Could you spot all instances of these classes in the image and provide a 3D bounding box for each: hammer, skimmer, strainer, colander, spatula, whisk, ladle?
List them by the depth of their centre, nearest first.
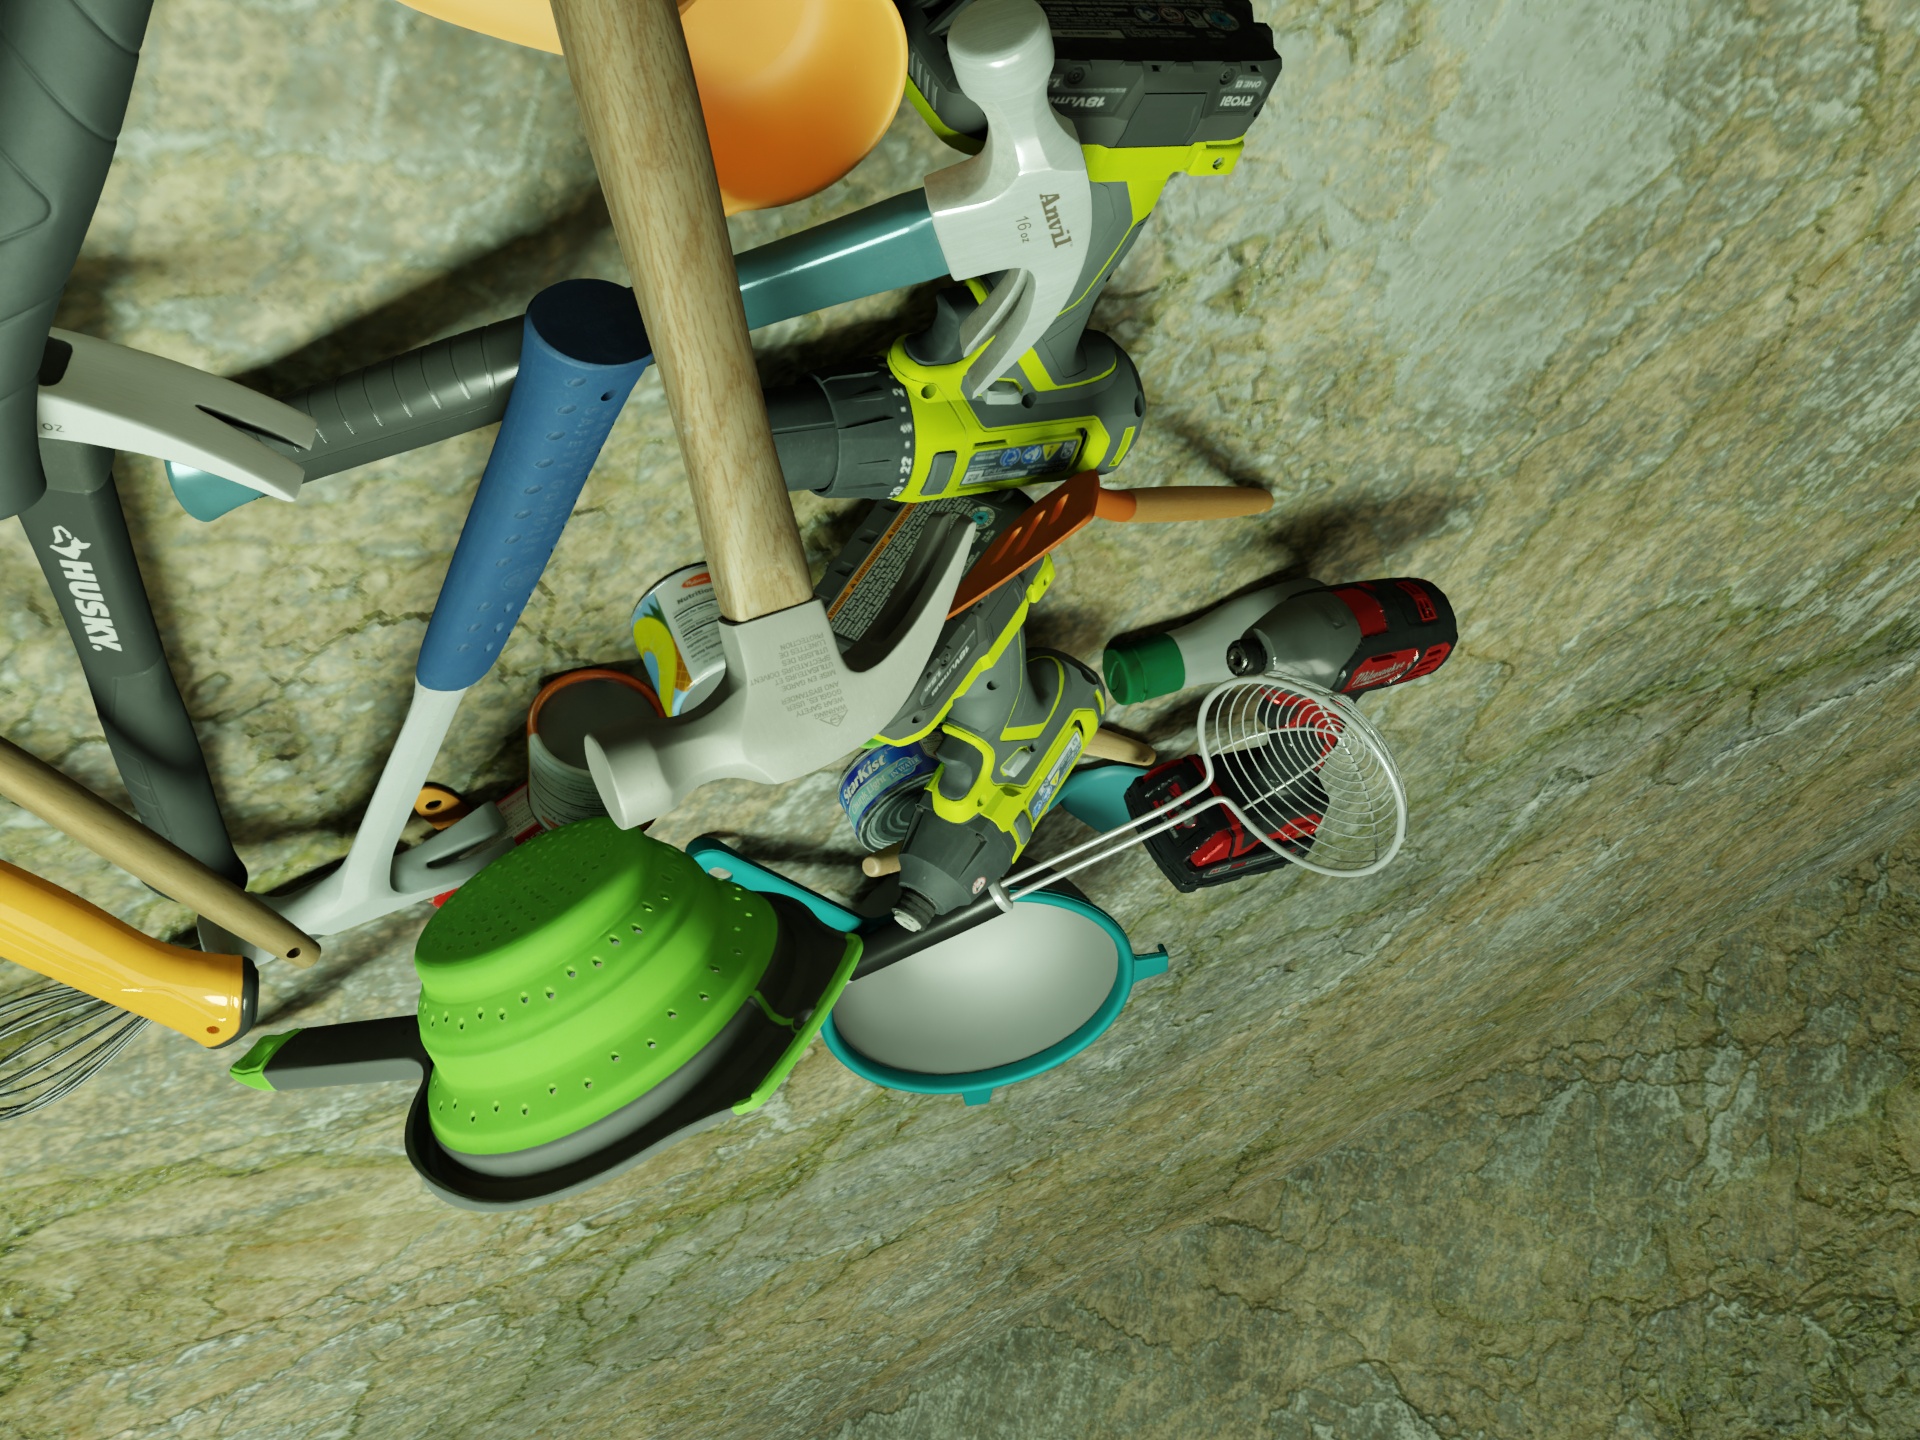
[{"bbox_3d":[-0.192,-0.208,0.360,0.149,0.036,0.408,15,123,-36],"label":"hammer"},{"bbox_3d":[-0.078,-0.139,0.439,0.130,0.031,0.331,-20,112,-22],"label":"hammer"},{"bbox_3d":[-0.117,-0.129,0.528,0.331,0.033,0.128,-15,148,9],"label":"hammer"},{"bbox_3d":[-0.335,0.010,0.555,0.078,0.062,0.319,-42,143,-8],"label":"ladle"},{"bbox_3d":[-0.402,0.049,0.575,0.127,0.034,0.336,-34,136,10],"label":"hammer"},{"bbox_3d":[-0.306,-0.016,0.597,0.146,0.035,0.334,6,145,-11],"label":"hammer"},{"bbox_3d":[-0.195,-0.015,0.615,0.144,0.035,0.405,-20,161,-40],"label":"hammer"},{"bbox_3d":[0.090,-0.093,0.744,0.081,0.041,0.322,-33,171,31],"label":"spatula"},{"bbox_3d":[-0.238,0.123,0.748,0.397,0.205,0.094,-12,117,32],"label":"colander"},{"bbox_3d":[-0.382,0.125,0.779,0.239,0.055,0.055,-28,151,-10],"label":"whisk"},{"bbox_3d":[0.069,0.084,0.882,0.363,0.127,0.090,-27,-167,19],"label":"skimmer"},{"bbox_3d":[0.042,0.066,0.988,0.082,0.044,0.317,-33,170,33],"label":"spatula"},{"bbox_3d":[-0.041,0.126,1.035,0.340,0.095,0.211,31,119,-33],"label":"strainer"}]

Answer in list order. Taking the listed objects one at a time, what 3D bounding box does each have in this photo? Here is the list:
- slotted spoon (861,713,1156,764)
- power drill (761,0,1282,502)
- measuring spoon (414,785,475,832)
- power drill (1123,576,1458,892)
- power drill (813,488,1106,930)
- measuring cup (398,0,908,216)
[{"bbox_3d":[0.034,0.001,0.946,0.313,0.031,0.070,14,112,-53],"label":"slotted spoon"},{"bbox_3d":[0.006,-0.172,0.608,0.190,0.080,0.228,-12,149,-27],"label":"power drill"},{"bbox_3d":[-0.250,0.062,0.819,0.021,0.011,0.116,-27,150,-2],"label":"measuring spoon"},{"bbox_3d":[0.188,0.006,0.948,0.143,0.079,0.219,-11,146,-28],"label":"power drill"},{"bbox_3d":[-0.001,-0.003,0.794,0.171,0.080,0.223,-56,152,-21],"label":"power drill"},{"bbox_3d":[-0.099,-0.215,0.478,0.173,0.052,0.095,2,139,-39],"label":"measuring cup"}]
